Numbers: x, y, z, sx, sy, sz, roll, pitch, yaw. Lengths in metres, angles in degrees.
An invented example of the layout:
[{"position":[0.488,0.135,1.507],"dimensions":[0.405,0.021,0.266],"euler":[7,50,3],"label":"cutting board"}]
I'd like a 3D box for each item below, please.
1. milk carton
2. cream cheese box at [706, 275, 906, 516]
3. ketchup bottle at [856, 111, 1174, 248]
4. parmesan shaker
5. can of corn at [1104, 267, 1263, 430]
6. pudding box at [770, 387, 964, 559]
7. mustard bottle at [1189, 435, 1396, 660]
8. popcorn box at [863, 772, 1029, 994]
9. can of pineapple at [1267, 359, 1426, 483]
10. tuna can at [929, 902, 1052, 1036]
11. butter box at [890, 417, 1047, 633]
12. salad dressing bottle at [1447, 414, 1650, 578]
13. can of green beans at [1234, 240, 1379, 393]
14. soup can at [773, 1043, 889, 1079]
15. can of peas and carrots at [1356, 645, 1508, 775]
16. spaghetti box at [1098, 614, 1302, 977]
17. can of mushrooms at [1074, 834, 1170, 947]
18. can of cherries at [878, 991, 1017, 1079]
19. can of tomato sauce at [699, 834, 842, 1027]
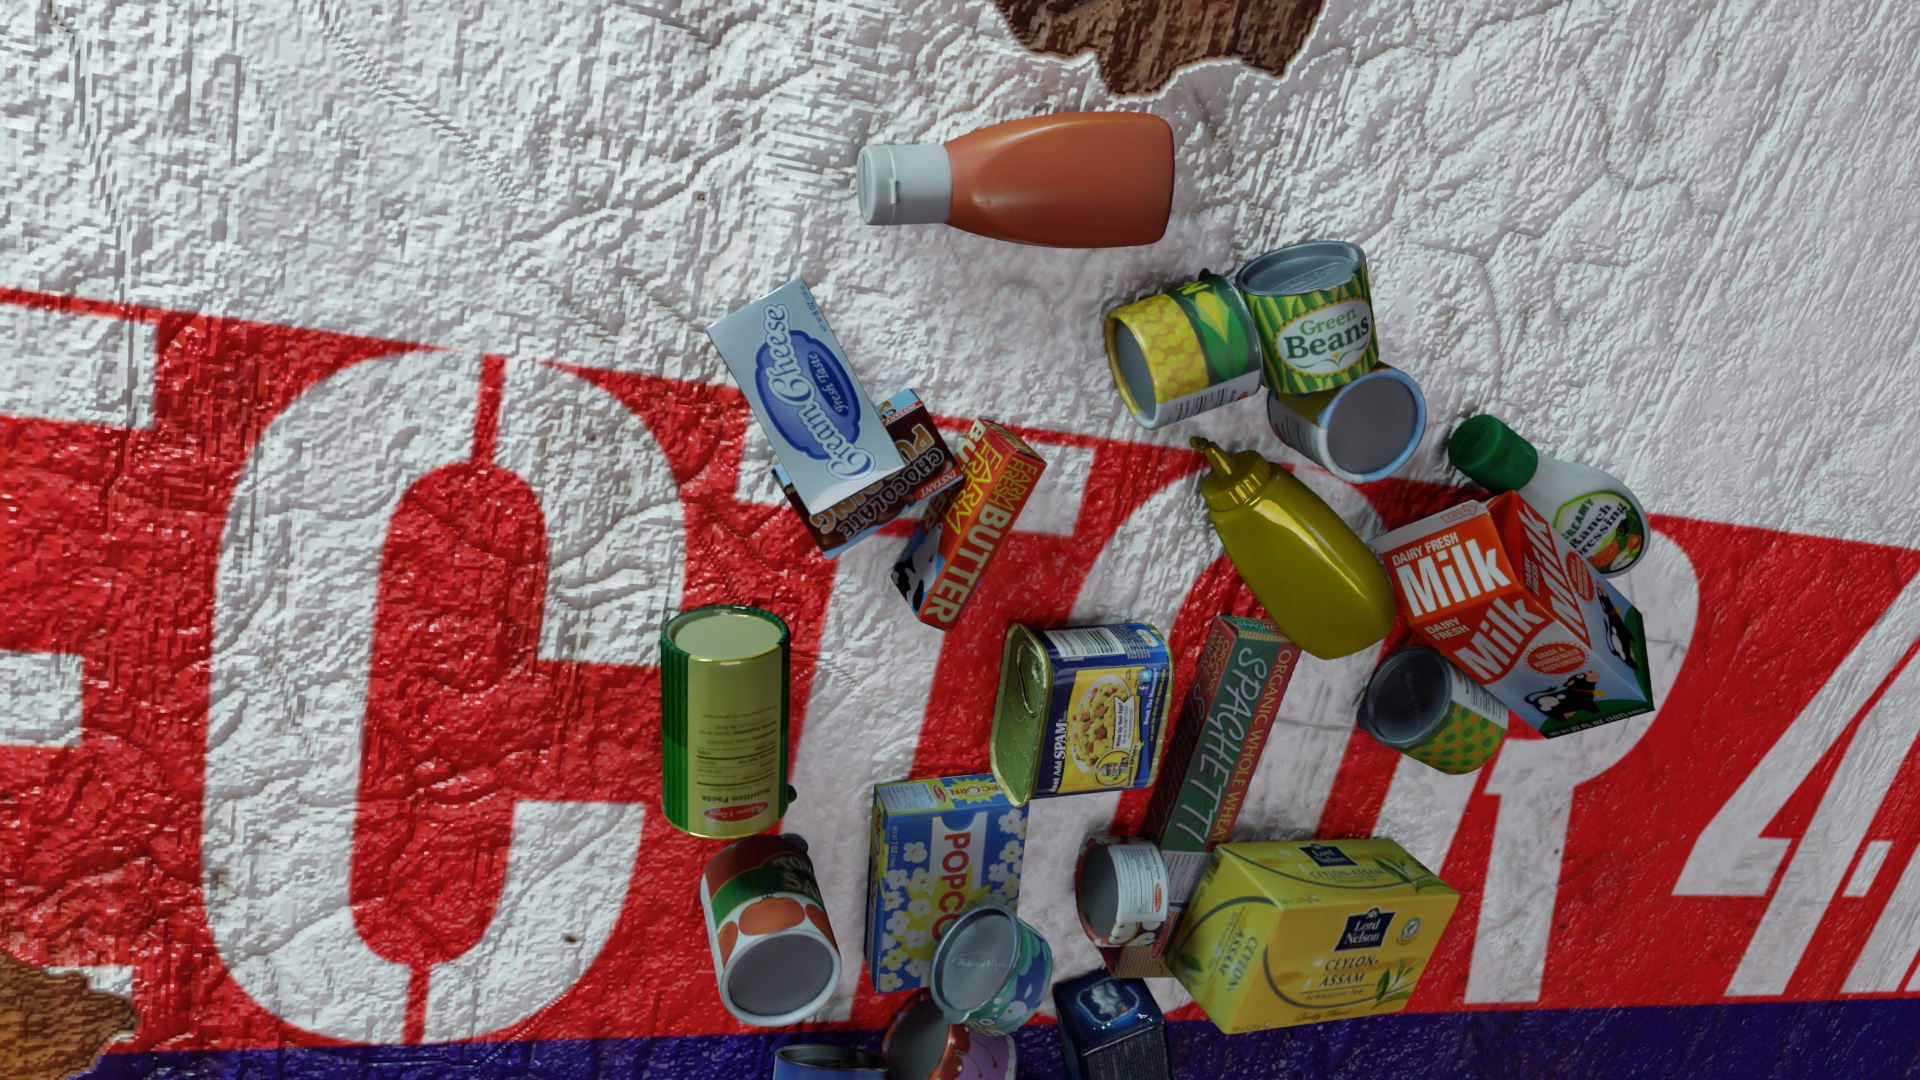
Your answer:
[{"position":[0.327,0.037,0.822],"dimensions":[0.190,0.074,0.072],"euler":[35,138,-27],"label":"milk carton"},{"position":[-0.073,-0.068,0.664],"dimensions":[0.053,0.024,0.103],"euler":[-30,96,-2],"label":"cream cheese box"},{"position":[0.027,-0.171,0.662],"dimensions":[0.149,0.044,0.064],"euler":[-5,114,-16],"label":"ketchup bottle"},{"position":[-0.118,0.092,0.716],"dimensions":[0.071,0.071,0.102],"euler":[-3,113,-17],"label":"parmesan shaker"},{"position":[0.112,-0.098,0.711],"dimensions":[0.058,0.071,0.071],"euler":[-20,118,-9],"label":"can of corn"},{"position":[-0.047,-0.034,0.705],"dimensions":[0.084,0.030,0.049],"euler":[-31,119,-3],"label":"pudding box"},{"position":[0.180,-0.003,0.777],"dimensions":[0.065,0.049,0.160],"euler":[-28,112,35],"label":"mustard bottle"},{"position":[-0.010,0.201,0.817],"dimensions":[0.085,0.038,0.126],"euler":[-2,114,-16],"label":"popcorn box"},{"position":[0.212,-0.072,0.760],"dimensions":[0.071,0.058,0.070],"euler":[-7,115,-16],"label":"can of pineapple"},{"position":[0.017,0.244,0.781],"dimensions":[0.071,0.071,0.032],"euler":[-45,120,4],"label":"tuna can"},{"position":[0.003,-0.009,0.719],"dimensions":[0.024,0.053,0.103],"euler":[23,104,-28],"label":"butter box"},{"position":[0.353,-0.027,0.835],"dimensions":[0.147,0.044,0.064],"euler":[28,109,-27],"label":"salad dressing bottle"},{"position":[0.181,-0.117,0.725],"dimensions":[0.071,0.071,0.057],"euler":[-23,118,-8],"label":"can of green beans"},{"position":[-0.079,0.348,0.820],"dimensions":[0.071,0.071,0.084],"euler":[9,79,-22],"label":"soup can"},{"position":[0.293,0.107,0.863],"dimensions":[0.058,0.071,0.071],"euler":[26,103,-27],"label":"can of peas and carrots"},{"position":[0.146,0.161,0.857],"dimensions":[0.050,0.029,0.249],"euler":[8,110,-22],"label":"spaghetti box"},{"position":[0.096,0.213,0.843],"dimensions":[0.033,0.071,0.070],"euler":[4,112,-20],"label":"can of mushrooms"},{"position":[-0.008,0.318,0.856],"dimensions":[0.058,0.072,0.071],"euler":[37,98,-27],"label":"can of cherries"},{"position":[-0.104,0.213,0.764],"dimensions":[0.071,0.083,0.071],"euler":[-7,115,-15],"label":"can of tomato sauce"}]
